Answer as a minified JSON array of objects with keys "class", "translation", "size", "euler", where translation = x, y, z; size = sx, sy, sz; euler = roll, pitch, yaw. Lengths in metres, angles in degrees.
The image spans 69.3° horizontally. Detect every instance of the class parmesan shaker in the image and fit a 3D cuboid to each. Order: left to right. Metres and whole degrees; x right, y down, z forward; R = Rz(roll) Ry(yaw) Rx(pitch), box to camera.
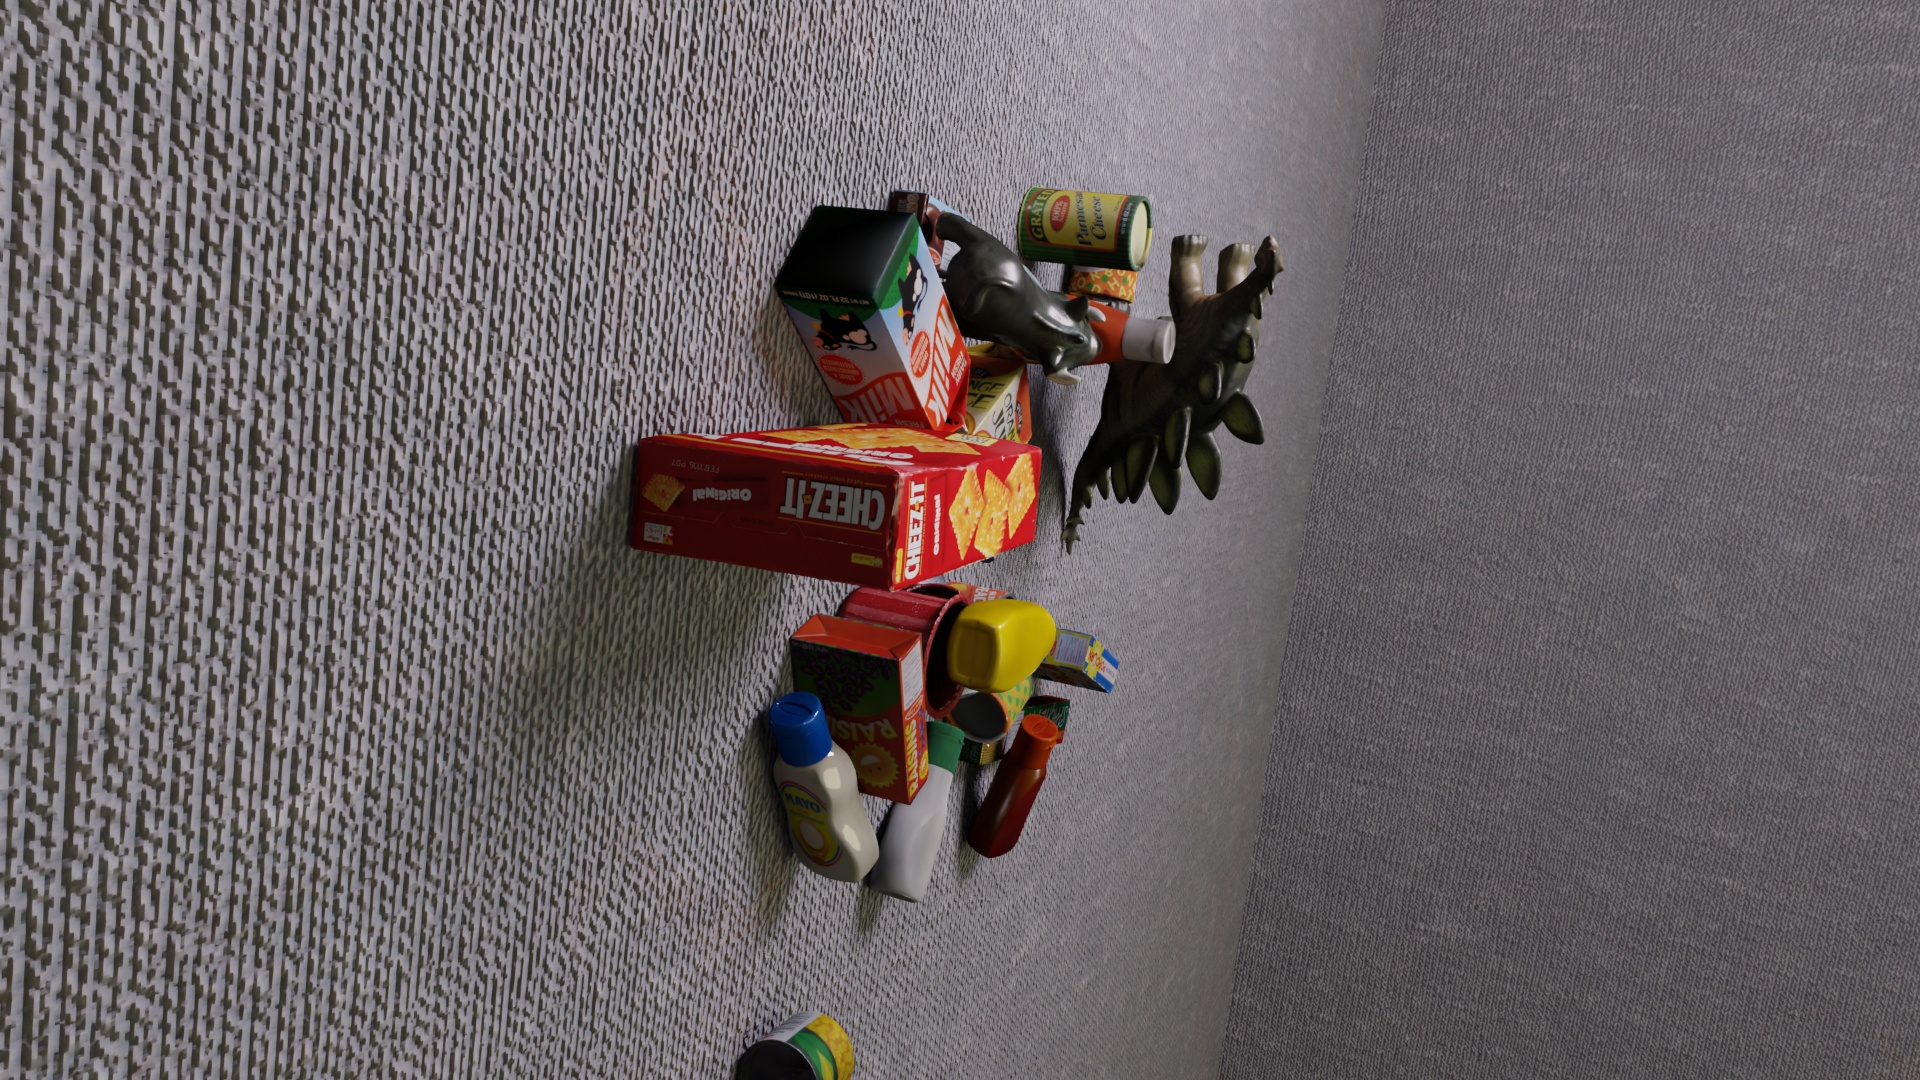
[{"class":"parmesan shaker","translation":[0.111,-0.277,1.222],"size":[0.071,0.103,0.071],"euler":[9,91,-68]}]

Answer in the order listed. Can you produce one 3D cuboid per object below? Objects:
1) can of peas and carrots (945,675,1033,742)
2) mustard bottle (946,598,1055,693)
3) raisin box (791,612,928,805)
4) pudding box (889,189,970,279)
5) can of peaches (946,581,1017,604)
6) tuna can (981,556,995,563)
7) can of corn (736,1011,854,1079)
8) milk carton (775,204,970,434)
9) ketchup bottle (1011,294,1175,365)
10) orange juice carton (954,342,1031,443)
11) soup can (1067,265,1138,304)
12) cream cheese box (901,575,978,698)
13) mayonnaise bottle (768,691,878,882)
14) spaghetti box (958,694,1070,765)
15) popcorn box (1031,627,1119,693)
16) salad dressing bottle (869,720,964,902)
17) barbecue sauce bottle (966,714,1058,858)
[{"class":"can of peas and carrots","translation":[0.023,0.136,1.242],"size":[0.059,0.071,0.070],"euler":[-50,144,-50]},{"class":"mustard bottle","translation":[0.038,0.074,1.050],"size":[0.160,0.049,0.065],"euler":[-8,107,-68]},{"class":"raisin box","translation":[-0.069,0.119,0.980],"size":[0.040,0.086,0.122],"euler":[-49,143,-54]},{"class":"pudding box","translation":[-0.024,-0.222,1.016],"size":[0.084,0.030,0.049],"euler":[1,100,-68]},{"class":"can of peaches","translation":[0.011,0.070,1.191],"size":[0.071,0.058,0.071],"euler":[9,91,-67]},{"class":"tuna can","translation":[0.004,-0.014,1.122],"size":[0.070,0.071,0.033],"euler":[70,36,-52]},{"class":"can of corn","translation":[-0.117,0.384,1.002],"size":[0.058,0.071,0.071],"euler":[-8,107,-68]},{"class":"milk carton","translation":[-0.049,-0.132,0.938],"size":[0.189,0.072,0.074],"euler":[66,40,-55]},{"class":"ketchup bottle","translation":[0.109,-0.179,1.200],"size":[0.044,0.149,0.064],"euler":[-55,148,-48]},{"class":"orange juice carton","translation":[0.002,-0.087,1.081],"size":[0.194,0.073,0.071],"euler":[-56,148,-46]},{"class":"soup can","translation":[0.141,-0.277,1.346],"size":[0.071,0.071,0.083],"euler":[1,99,-68]},{"class":"cream cheese box","translation":[-0.019,0.077,1.109],"size":[0.053,0.024,0.104],"euler":[0,71,-66]},{"class":"mayonnaise bottle","translation":[-0.100,0.172,0.966],"size":[0.041,0.065,0.147],"euler":[-47,137,-41]},{"class":"spaghetti box","translation":[0.057,0.187,1.392],"size":[0.250,0.029,0.050],"euler":[8,93,-68]},{"class":"popcorn box","translation":[0.103,0.118,1.399],"size":[0.126,0.085,0.038],"euler":[43,61,-65]},{"class":"salad dressing bottle","translation":[-0.034,0.227,1.172],"size":[0.064,0.044,0.148],"euler":[55,48,-58]},{"class":"barbecue sauce bottle","translation":[0.053,0.233,1.324],"size":[0.065,0.044,0.147],"euler":[-27,143,-52]}]
